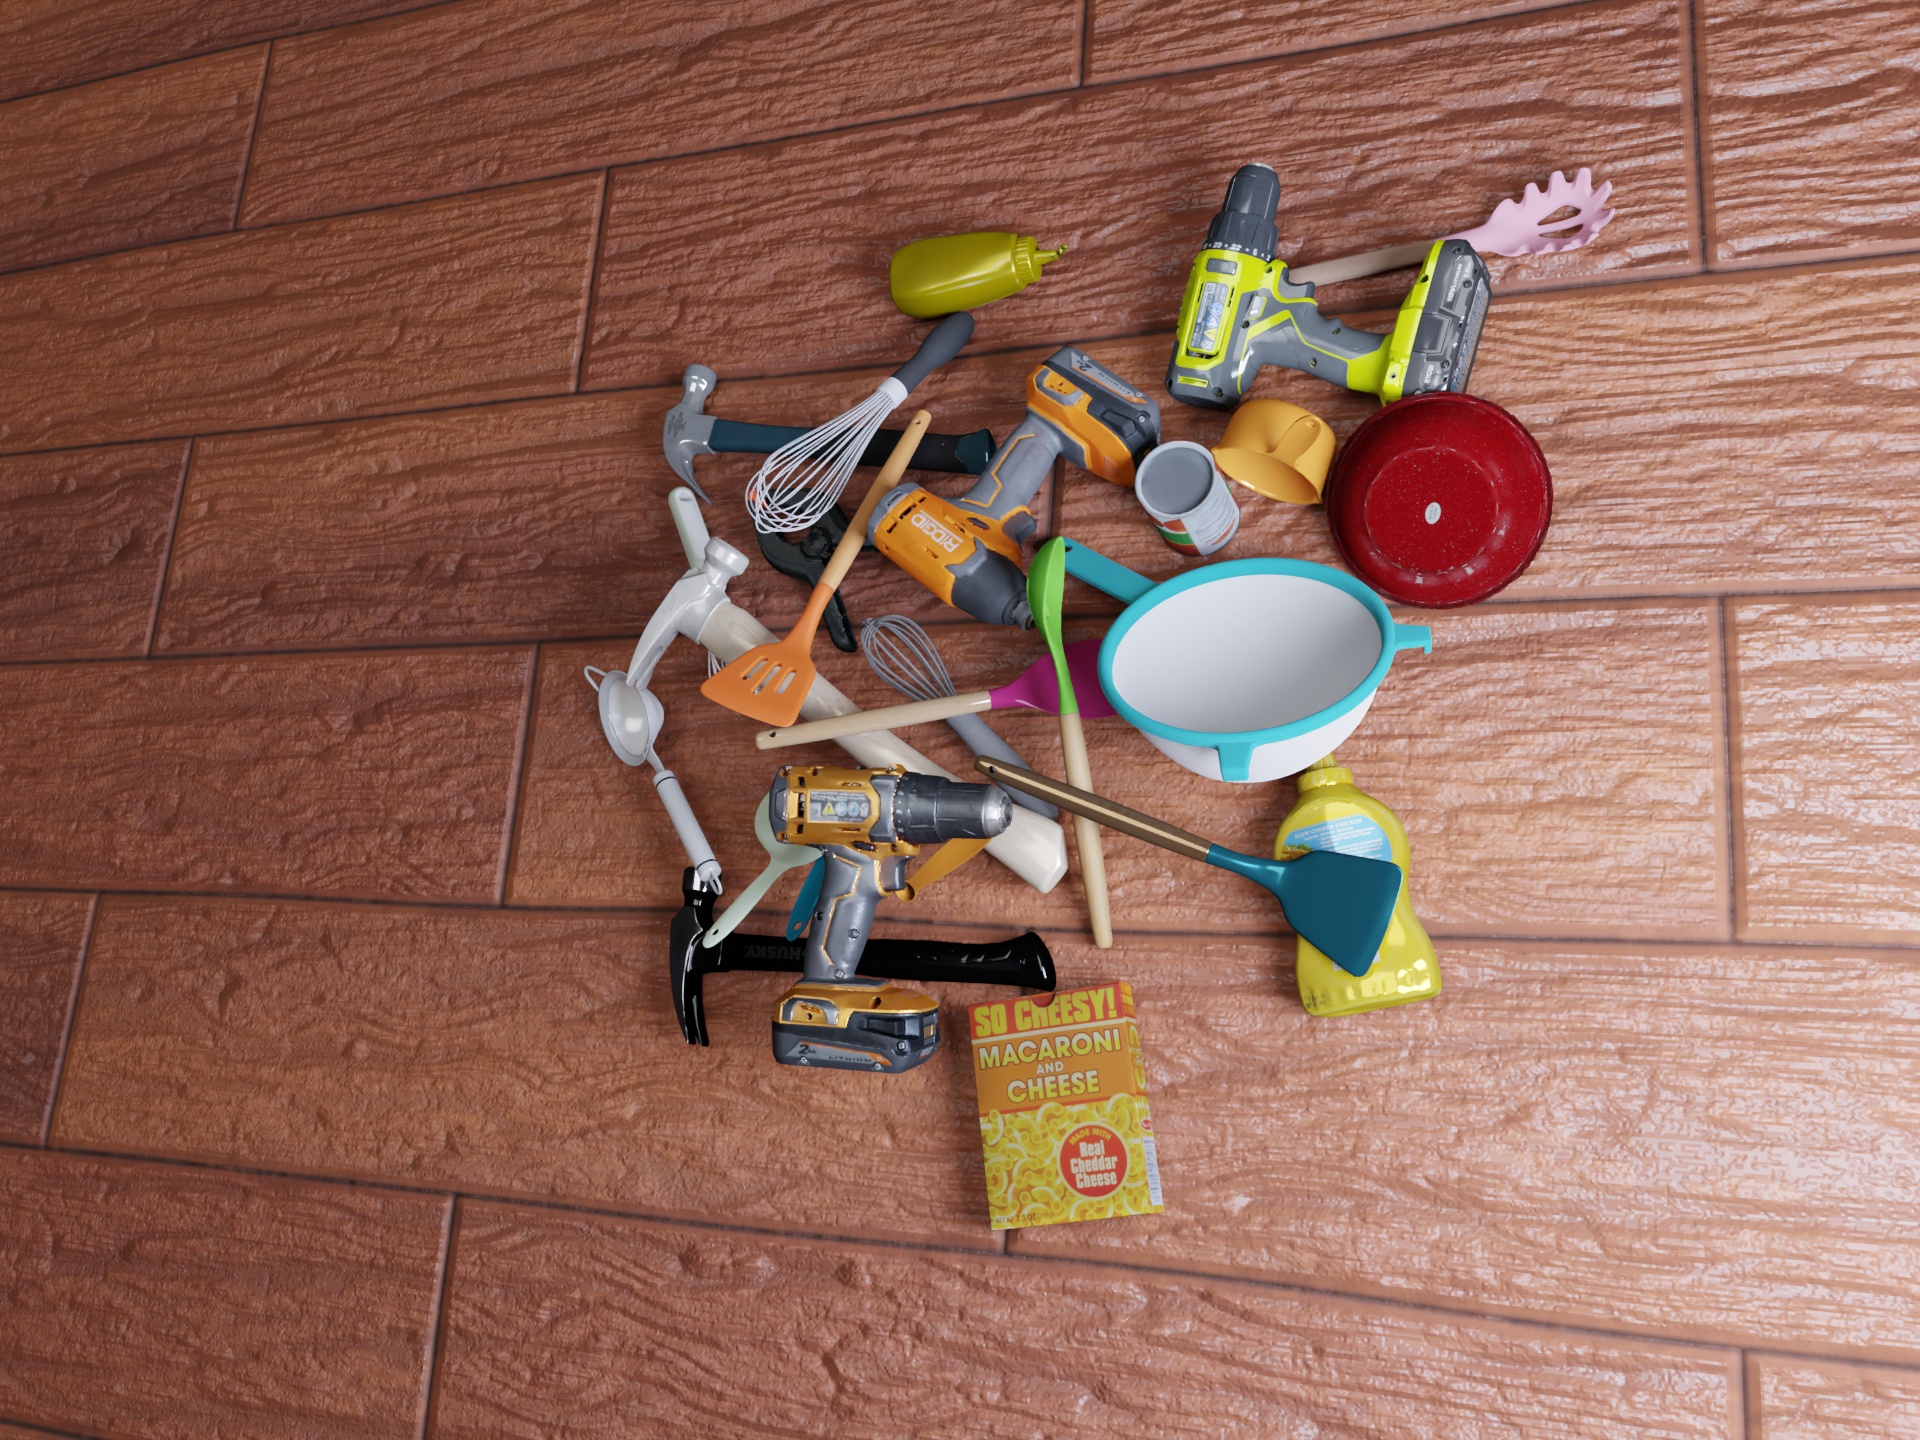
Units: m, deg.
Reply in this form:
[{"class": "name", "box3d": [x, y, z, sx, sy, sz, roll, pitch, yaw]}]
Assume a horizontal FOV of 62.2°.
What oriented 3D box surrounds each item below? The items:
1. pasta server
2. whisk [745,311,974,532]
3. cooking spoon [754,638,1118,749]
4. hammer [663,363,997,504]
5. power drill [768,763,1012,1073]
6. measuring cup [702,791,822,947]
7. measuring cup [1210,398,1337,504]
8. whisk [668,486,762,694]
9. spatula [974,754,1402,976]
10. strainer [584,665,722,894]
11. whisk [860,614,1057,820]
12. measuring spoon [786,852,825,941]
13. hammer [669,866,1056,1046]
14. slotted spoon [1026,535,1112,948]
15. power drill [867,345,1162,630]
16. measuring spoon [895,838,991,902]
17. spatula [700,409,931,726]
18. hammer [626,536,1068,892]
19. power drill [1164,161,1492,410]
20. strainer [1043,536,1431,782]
[{"class": "pasta server", "box3d": [0.346, -0.369, 1.255, 0.316, 0.040, 0.060, -7, 84, 21]}, {"class": "whisk", "box3d": [-0.079, -0.257, 1.346, 0.070, 0.070, 0.285, 30, 64, 26]}, {"class": "cooking spoon", "box3d": [-0.003, -0.012, 1.246, 0.319, 0.017, 0.069, -10, 67, -6]}, {"class": "hammer", "box3d": [-0.119, -0.247, 1.408, 0.331, 0.033, 0.128, 8, 74, 23]}, {"class": "power drill", "box3d": [-0.054, 0.145, 1.196, 0.185, 0.084, 0.226, 1, 87, 17]}, {"class": "measuring cup", "box3d": [-0.160, 0.111, 1.290, 0.083, 0.038, 0.167, 17, 60, 46]}, {"class": "measuring cup", "box3d": [0.248, -0.215, 1.182, 0.095, 0.173, 0.052, 26, 81, 0]}, {"class": "whisk", "box3d": [-0.217, -0.111, 1.406, 0.059, 0.057, 0.247, -58, 47, 49]}, {"class": "spatula", "box3d": [0.152, 0.085, 1.137, 0.317, 0.044, 0.082, 21, 98, 16]}, {"class": "strainer", "box3d": [-0.255, 0.046, 1.366, 0.259, 0.050, 0.086, 58, 139, 29]}, {"class": "whisk", "box3d": [-0.003, -0.003, 1.293, 0.055, 0.055, 0.239, -45, 69, 5]}, {"class": "measuring spoon", "box3d": [-0.109, 0.127, 1.288, 0.042, 0.021, 0.129, -2, 51, 35]}, {"class": "hammer", "box3d": [-0.084, 0.195, 1.274, 0.335, 0.035, 0.146, -1, 75, 22]}, {"class": "slotted spoon", "box3d": [0.084, 0.020, 1.194, 0.031, 0.070, 0.313, -7, 98, 16]}, {"class": "power drill", "box3d": [0.058, -0.177, 1.265, 0.226, 0.084, 0.164, -44, 63, -12]}, {"class": "measuring spoon", "box3d": [-0.010, 0.107, 1.233, 0.117, 0.011, 0.021, -40, 90, 31]}, {"class": "spatula", "box3d": [-0.099, -0.131, 1.289, 0.081, 0.041, 0.323, 22, 68, 13]}, {"class": "hammer", "box3d": [-0.090, 0.016, 1.283, 0.411, 0.038, 0.146, 35, 92, 19]}, {"class": "power drill", "box3d": [0.284, -0.326, 1.233, 0.229, 0.080, 0.190, 16, 95, 25]}, {"class": "strainer", "box3d": [0.176, -0.048, 1.209, 0.211, 0.095, 0.341, -32, 39, -19]}]
